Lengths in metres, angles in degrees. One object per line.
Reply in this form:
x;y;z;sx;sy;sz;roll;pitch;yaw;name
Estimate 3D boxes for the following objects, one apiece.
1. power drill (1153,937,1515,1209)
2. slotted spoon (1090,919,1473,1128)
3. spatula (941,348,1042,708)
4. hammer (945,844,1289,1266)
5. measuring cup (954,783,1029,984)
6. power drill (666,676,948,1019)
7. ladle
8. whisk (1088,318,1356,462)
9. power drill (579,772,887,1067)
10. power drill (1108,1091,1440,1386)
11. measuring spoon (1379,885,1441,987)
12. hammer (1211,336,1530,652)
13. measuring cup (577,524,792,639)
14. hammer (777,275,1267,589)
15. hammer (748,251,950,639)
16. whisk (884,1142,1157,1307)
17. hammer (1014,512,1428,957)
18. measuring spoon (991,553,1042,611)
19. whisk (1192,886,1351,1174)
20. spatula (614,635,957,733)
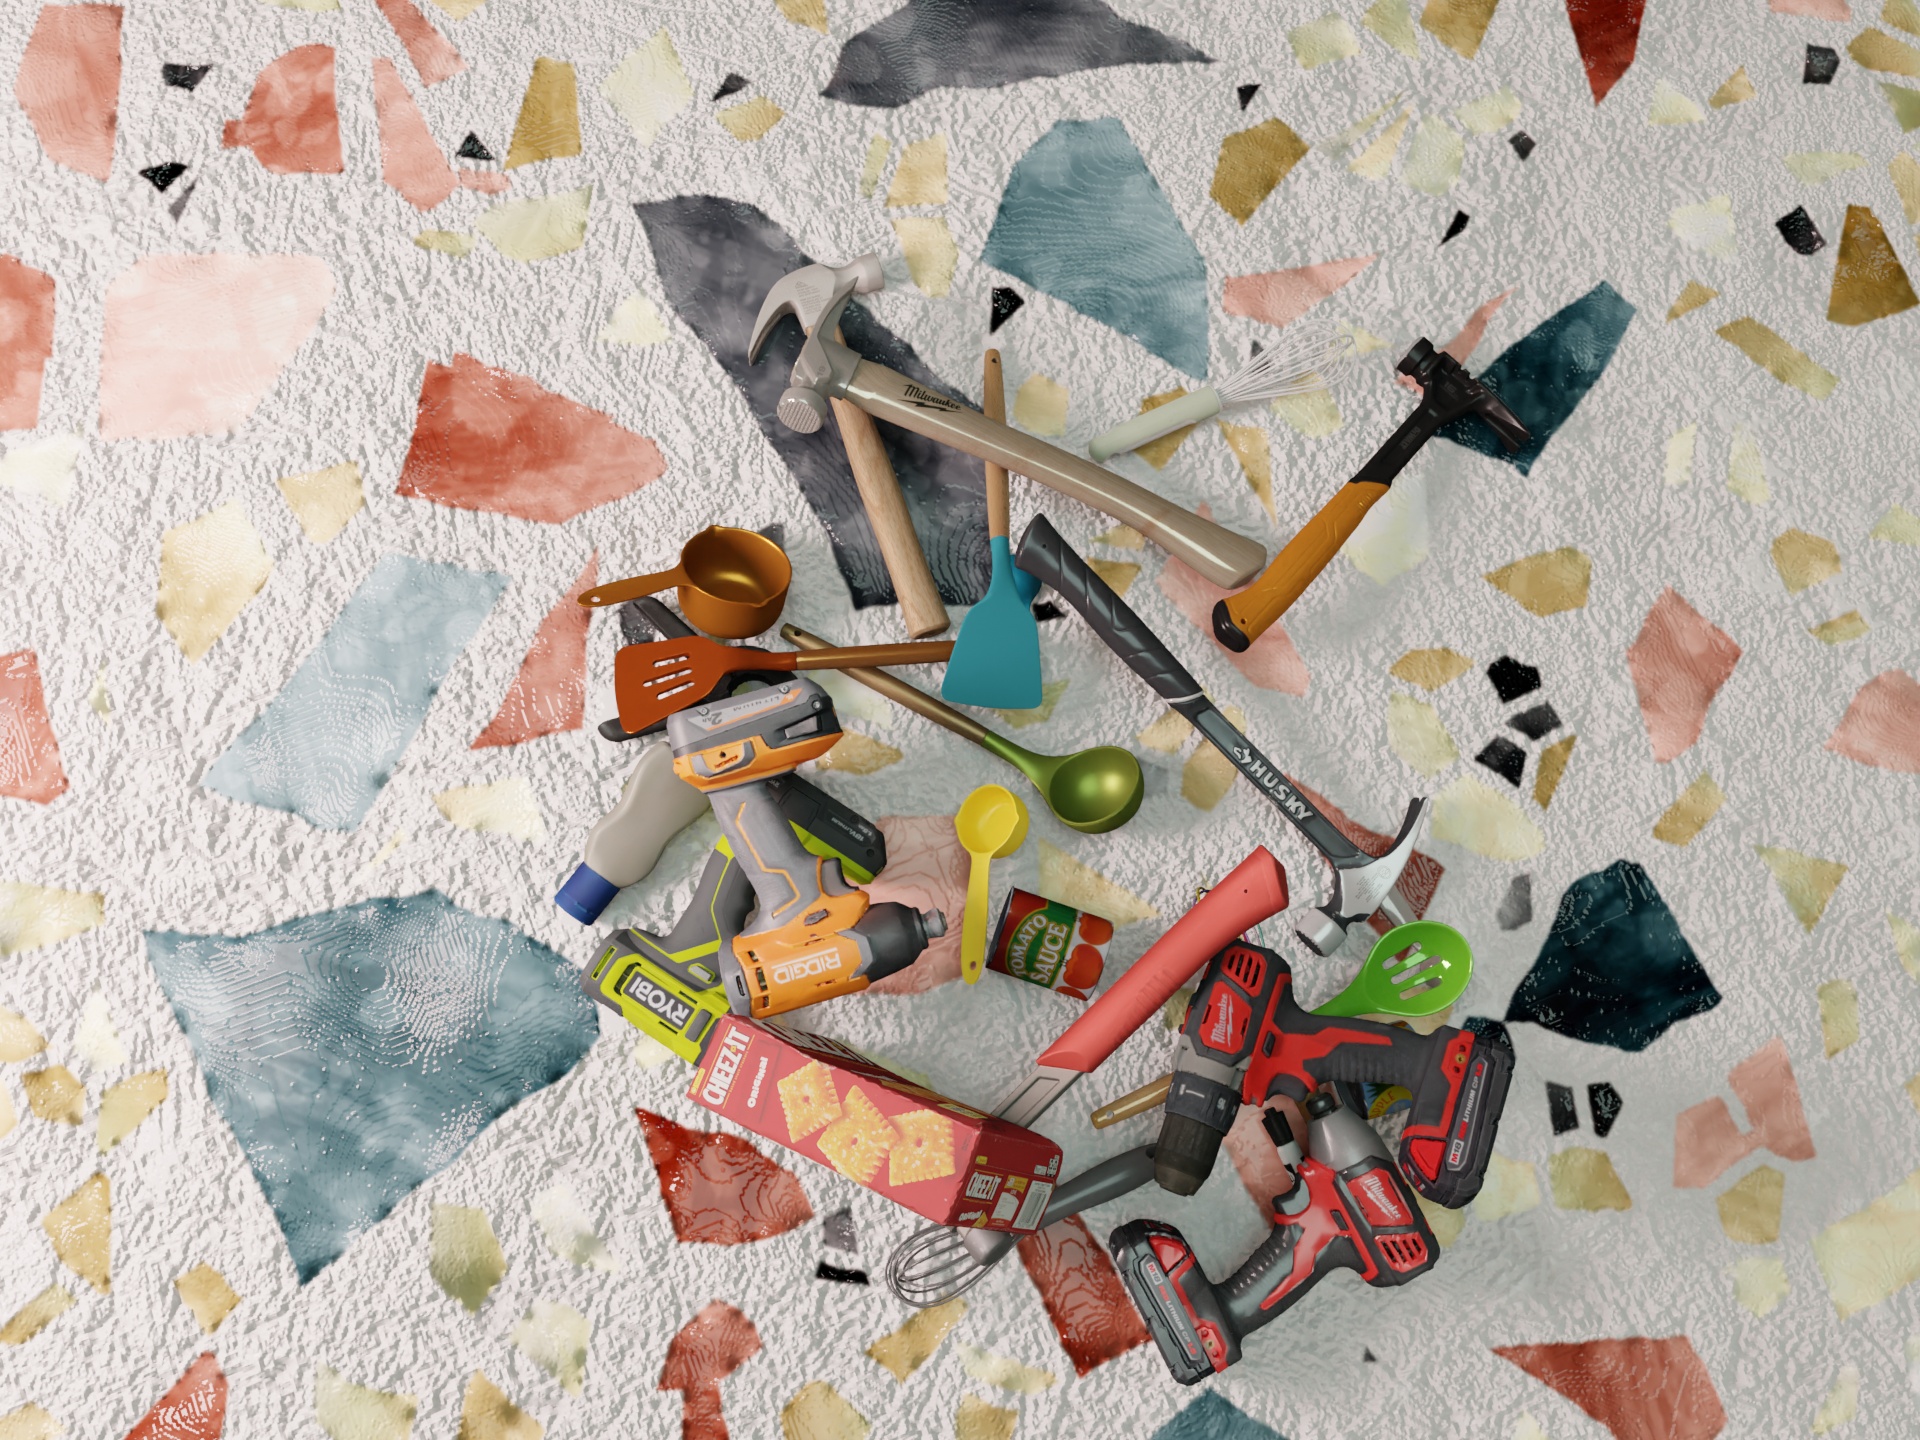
0.258;0.274;1.132;0.227;0.080;0.188;18;72;15;power drill
0.241;0.236;1.200;0.314;0.031;0.070;-24;75;-5;slotted spoon
0.027;-0.164;1.292;0.082;0.044;0.318;5;66;-12;spatula
0.096;0.220;1.160;0.359;0.036;0.149;-45;60;4;hammer
0.022;0.128;1.235;0.062;0.029;0.157;-4;72;36;measuring cup
-0.111;0.088;1.143;0.164;0.084;0.226;-15;88;-2;power drill
-0.002;-0.004;1.261;0.320;0.062;0.078;28;64;5;ladle
0.220;-0.272;1.334;0.246;0.058;0.059;-24;89;-3;whisk
-0.158;0.155;1.211;0.171;0.080;0.223;32;82;3;power drill
0.227;0.379;1.172;0.219;0.078;0.143;-26;82;-3;power drill
0.357;0.160;1.266;0.034;0.018;0.124;-35;81;-9;measuring spoon
0.326;-0.171;1.302;0.127;0.034;0.337;43;71;6;hammer
-0.216;-0.095;1.239;0.173;0.052;0.095;-16;55;-28;measuring cup
0.063;-0.217;1.285;0.410;0.038;0.146;24;59;-9;hammer
-0.081;-0.223;1.313;0.130;0.031;0.331;-18;80;-7;hammer
0.055;0.373;1.191;0.239;0.055;0.055;-22;81;-12;whisk
0.195;-0.008;1.252;0.149;0.036;0.409;-45;91;-7;hammer
0.052;-0.077;1.294;0.042;0.021;0.129;-6;77;-4;measuring spoon
0.244;0.238;1.234;0.051;0.047;0.245;-26;85;-8;whisk
-0.107;-0.043;1.247;0.322;0.041;0.081;-4;57;-15;spatula
